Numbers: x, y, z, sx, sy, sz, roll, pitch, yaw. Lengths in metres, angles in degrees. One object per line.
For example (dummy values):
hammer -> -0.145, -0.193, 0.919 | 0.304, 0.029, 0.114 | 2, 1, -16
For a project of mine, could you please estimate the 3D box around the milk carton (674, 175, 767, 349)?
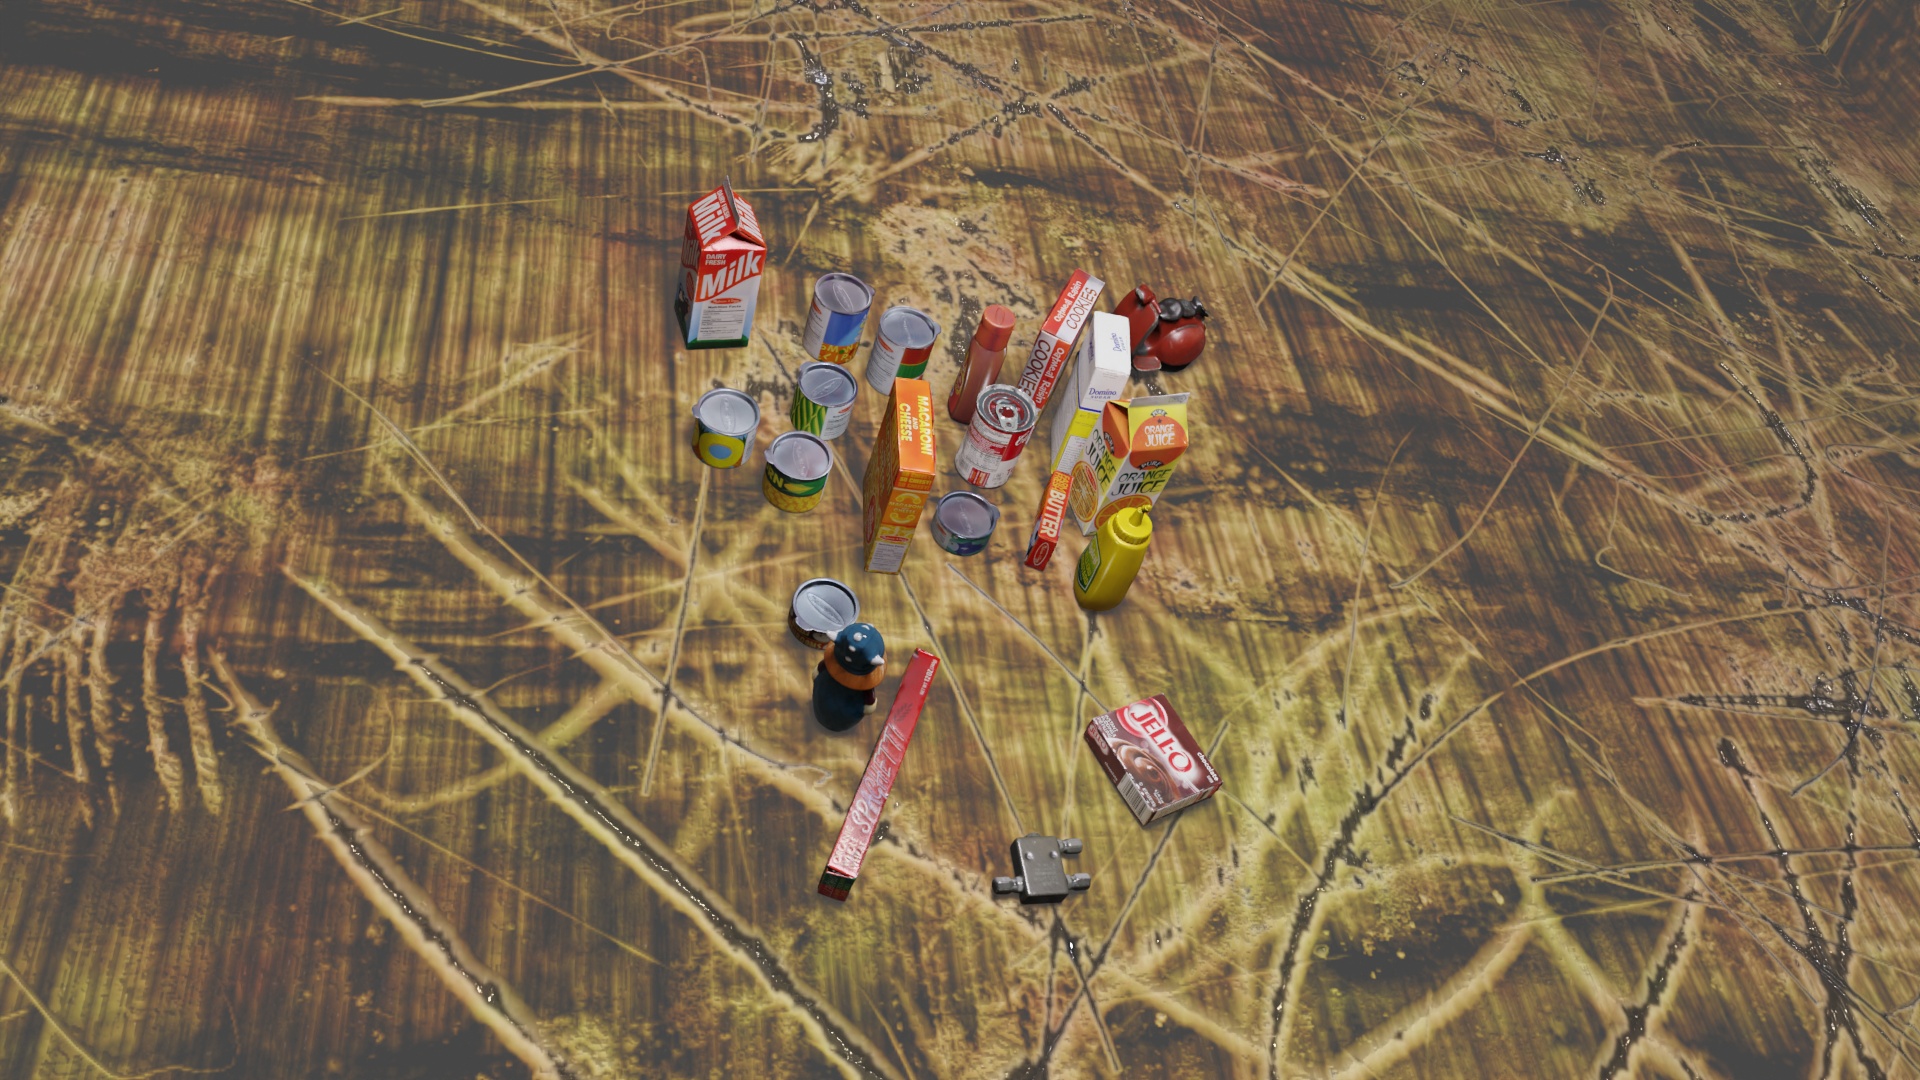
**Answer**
milk carton -> -0.261, -0.301, 1.514 | 0.073, 0.189, 0.072 | -6, 55, -23

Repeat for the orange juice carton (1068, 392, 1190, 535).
orange juice carton -> 0.182, -0.092, 1.497 | 0.072, 0.191, 0.073 | -6, 55, -23

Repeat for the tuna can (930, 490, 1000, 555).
tuna can -> 0.005, -0.019, 1.483 | 0.071, 0.032, 0.071 | 10, 50, -12

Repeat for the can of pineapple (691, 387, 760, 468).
can of pineapple -> -0.249, -0.118, 1.459 | 0.071, 0.057, 0.071 | 10, 50, -12

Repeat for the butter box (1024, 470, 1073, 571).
butter box -> 0.096, -0.023, 1.504 | 0.024, 0.052, 0.104 | 20, 49, -3

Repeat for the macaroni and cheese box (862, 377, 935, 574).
macaroni and cheese box -> -0.064, -0.064, 1.408 | 0.040, 0.165, 0.124 | 7, 51, -14

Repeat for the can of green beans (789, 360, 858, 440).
can of green beans -> -0.150, -0.152, 1.520 | 0.071, 0.057, 0.071 | 10, 50, -12

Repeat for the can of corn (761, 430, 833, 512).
can of corn -> -0.173, -0.071, 1.447 | 0.071, 0.058, 0.071 | 10, 50, -12

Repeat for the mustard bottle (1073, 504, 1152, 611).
mustard bottle -> 0.161, 0.009, 1.430 | 0.049, 0.159, 0.065 | 5, 52, -15

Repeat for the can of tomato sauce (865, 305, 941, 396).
can of tomato sauce -> -0.066, -0.214, 1.582 | 0.071, 0.082, 0.071 | 10, 51, -12

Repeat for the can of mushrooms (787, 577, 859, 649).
can of mushrooms -> -0.136, 0.073, 1.361 | 0.071, 0.033, 0.071 | 10, 50, -12

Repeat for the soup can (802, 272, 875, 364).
soup can -> -0.139, -0.253, 1.588 | 0.071, 0.083, 0.072 | 10, 51, -12

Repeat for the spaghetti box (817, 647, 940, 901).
spaghetti box -> -0.072, 0.209, 1.264 | 0.029, 0.049, 0.251 | 22, 49, -1

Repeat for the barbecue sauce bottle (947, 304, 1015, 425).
barbecue sauce bottle -> 0.025, -0.199, 1.558 | 0.044, 0.147, 0.065 | 14, 50, -8

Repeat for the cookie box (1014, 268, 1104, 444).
cookie box -> 0.102, -0.209, 1.580 | 0.040, 0.166, 0.123 | 26, 49, 3
